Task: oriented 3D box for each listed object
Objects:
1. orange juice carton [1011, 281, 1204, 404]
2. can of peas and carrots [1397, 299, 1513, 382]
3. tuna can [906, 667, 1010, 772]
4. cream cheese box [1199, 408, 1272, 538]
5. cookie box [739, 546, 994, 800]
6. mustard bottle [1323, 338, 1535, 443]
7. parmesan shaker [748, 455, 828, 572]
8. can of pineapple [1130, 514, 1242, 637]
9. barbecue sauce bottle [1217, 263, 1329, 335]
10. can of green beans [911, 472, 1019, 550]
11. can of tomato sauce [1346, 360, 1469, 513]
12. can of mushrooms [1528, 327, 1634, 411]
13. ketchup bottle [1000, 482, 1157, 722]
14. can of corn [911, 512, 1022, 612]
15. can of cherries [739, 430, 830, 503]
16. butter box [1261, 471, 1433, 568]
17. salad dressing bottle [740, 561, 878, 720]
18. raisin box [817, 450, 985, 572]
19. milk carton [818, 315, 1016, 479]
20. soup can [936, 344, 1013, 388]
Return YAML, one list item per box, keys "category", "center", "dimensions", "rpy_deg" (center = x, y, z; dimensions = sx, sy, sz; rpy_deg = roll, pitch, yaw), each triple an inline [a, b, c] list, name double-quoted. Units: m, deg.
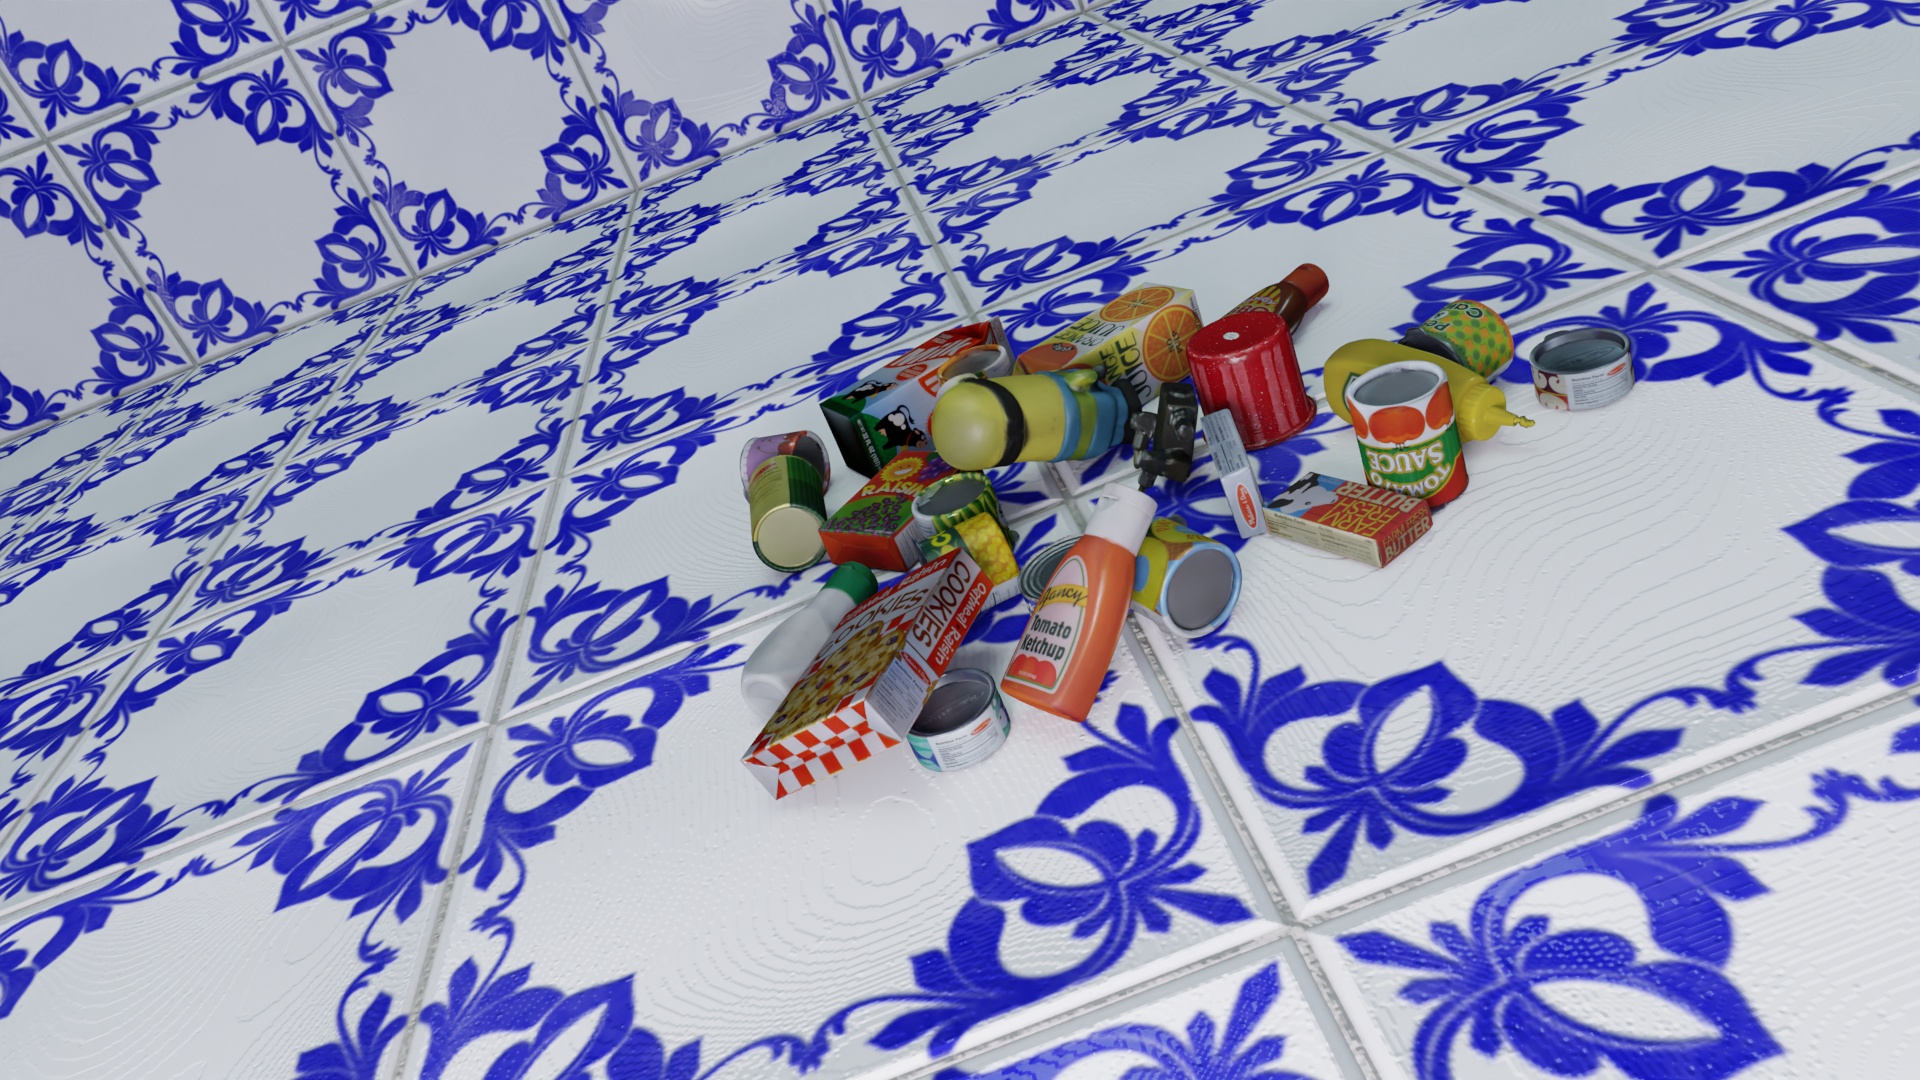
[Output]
- category: "orange juice carton"
  center: [0.123, -0.152, 1.223]
  dimensions: [0.193, 0.071, 0.073]
  rpy_deg: [-32, 28, -20]
- category: "can of peas and carrots"
  center: [0.364, -0.139, 1.029]
  dimensions: [0.059, 0.070, 0.071]
  rpy_deg: [-35, 30, -24]
- category: "tuna can"
  center: [-0.005, 0.113, 0.884]
  dimensions: [0.071, 0.032, 0.071]
  rpy_deg: [-17, 28, 10]
- category: "cream cheese box"
  center: [0.199, -0.050, 1.008]
  dimensions: [0.024, 0.053, 0.104]
  rpy_deg: [-19, 27, 10]
- category: "cookie box"
  center: [-0.059, 0.084, 0.914]
  dimensions: [0.122, 0.040, 0.168]
  rpy_deg: [-30, 17, 37]
- category: "mustard bottle"
  center: [0.335, -0.102, 0.993]
  dimensions: [0.049, 0.065, 0.160]
  rpy_deg: [-37, 35, -22]
- category: "parmesan shaker"
  center: [-0.150, -0.021, 1.196]
  dimensions: [0.071, 0.071, 0.103]
  rpy_deg: [-22, 28, 1]
- category: "can of pineapple"
  center: [0.141, 0.022, 0.904]
  dimensions: [0.071, 0.070, 0.058]
  rpy_deg: [-31, 30, -17]
- category: "barbecue sauce bottle"
  center: [0.270, -0.196, 1.226]
  dimensions: [0.149, 0.043, 0.065]
  rpy_deg: [-38, 32, -29]
- category: "can of green beans"
  center: [0.002, -0.012, 1.076]
  dimensions: [0.071, 0.057, 0.071]
  rpy_deg: [-17, 28, 9]
- category: "can of tomato sauce"
  center: [0.301, -0.069, 0.935]
  dimensions: [0.071, 0.082, 0.071]
  rpy_deg: [-17, 27, 9]
- category: "can of mushrooms"
  center: [0.440, -0.122, 0.985]
  dimensions: [0.071, 0.033, 0.071]
  rpy_deg: [-18, 28, 10]
- category: "ketchup bottle"
  center: [0.080, 0.037, 0.873]
  dimensions: [0.065, 0.043, 0.149]
  rpy_deg: [12, 74, 53]
- category: "can of corn"
  center: [0.005, 0.018, 1.007]
  dimensions: [0.058, 0.071, 0.071]
  rpy_deg: [-25, 27, -7]
- category: "can of cherries"
  center: [-0.161, -0.064, 1.279]
  dimensions: [0.058, 0.071, 0.072]
  rpy_deg: [-6, 31, 26]
- category: "butter box"
  center: [0.259, -0.015, 0.933]
  dimensions: [0.053, 0.024, 0.103]
  rpy_deg: [-35, 30, -22]
- category: "salad dressing bottle"
  center: [-0.107, 0.071, 1.023]
  dimensions: [0.064, 0.043, 0.148]
  rpy_deg: [1, 34, 26]
- category: "raisin box"
  center: [-0.046, -0.026, 1.156]
  dimensions: [0.086, 0.040, 0.124]
  rpy_deg: [4, 38, 40]
- category: "milk carton"
  center: [-0.028, -0.138, 1.306]
  dimensions: [0.191, 0.072, 0.073]
  rpy_deg: [-32, 29, -19]
- category: "soup can"
  center: [0.020, -0.122, 1.230]
  dimensions: [0.071, 0.083, 0.072]
  rpy_deg: [-18, 28, 10]
